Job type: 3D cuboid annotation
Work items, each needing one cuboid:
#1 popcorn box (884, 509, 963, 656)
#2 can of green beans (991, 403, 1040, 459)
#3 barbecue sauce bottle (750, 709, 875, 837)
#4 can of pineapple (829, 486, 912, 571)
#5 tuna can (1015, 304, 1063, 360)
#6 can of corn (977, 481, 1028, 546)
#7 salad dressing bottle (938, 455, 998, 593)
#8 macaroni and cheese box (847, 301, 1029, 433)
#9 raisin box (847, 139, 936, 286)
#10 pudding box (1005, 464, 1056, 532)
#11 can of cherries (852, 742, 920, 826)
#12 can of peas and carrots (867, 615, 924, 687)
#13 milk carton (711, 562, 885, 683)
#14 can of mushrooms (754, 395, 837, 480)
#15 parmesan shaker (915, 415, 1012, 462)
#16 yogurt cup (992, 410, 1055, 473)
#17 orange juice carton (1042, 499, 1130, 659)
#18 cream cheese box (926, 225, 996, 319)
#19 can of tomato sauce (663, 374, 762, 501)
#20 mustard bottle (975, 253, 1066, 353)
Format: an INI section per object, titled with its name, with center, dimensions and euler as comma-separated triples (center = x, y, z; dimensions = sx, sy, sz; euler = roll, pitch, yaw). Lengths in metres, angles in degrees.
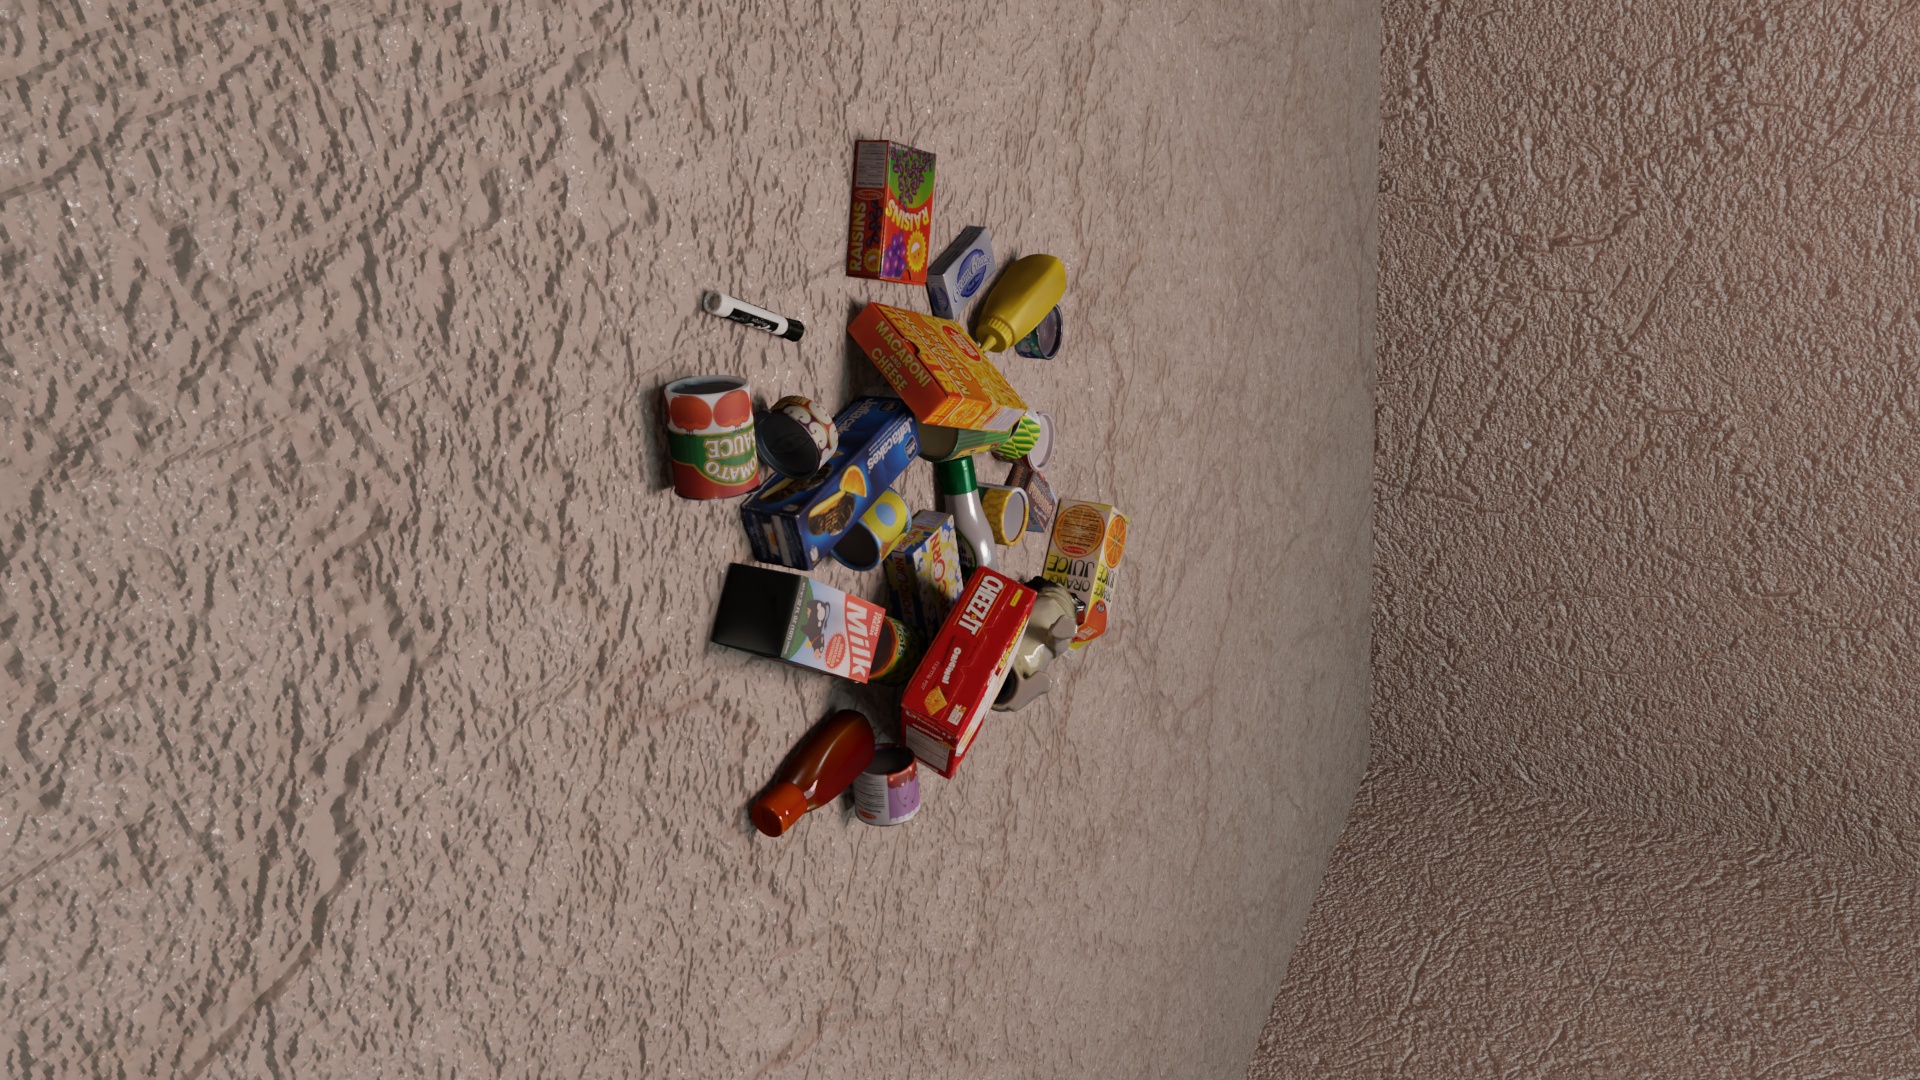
[popcorn box]
center = -0.036, 0.044, 1.430
dimensions = 0.085, 0.038, 0.126
euler = -46, 136, -48
[can of green beans]
center = 0.046, -0.126, 1.505
dimensions = 0.058, 0.071, 0.071
euler = 26, 75, -62
[barbecue sauce bottle]
center = -0.136, 0.219, 1.289
dimensions = 0.149, 0.043, 0.064
euler = -40, 132, -51
[can of pineapple]
center = -0.086, -0.012, 1.287
dimensions = 0.058, 0.071, 0.070
euler = -49, 139, -44
[tuna can]
center = 0.088, -0.240, 1.586
dimensions = 0.071, 0.033, 0.071
euler = -27, 122, -57
[can of corn]
center = 0.035, -0.027, 1.520
dimensions = 0.071, 0.058, 0.071
euler = -27, 121, -57
[salad dressing bottle]
center = 0.005, -0.018, 1.471
dimensions = 0.044, 0.064, 0.147
euler = -20, 109, -35
[macaroni and cheese box]
center = -0.018, -0.163, 1.320
dimensions = 0.040, 0.124, 0.167
euler = -45, 161, 21
[raisin box]
center = -0.062, -0.300, 1.279
dimensions = 0.086, 0.040, 0.123
euler = -10, 108, -62
[pudding box]
center = 0.082, -0.052, 1.634
dimensions = 0.050, 0.030, 0.083
euler = -67, 149, -27
[can of cherries]
center = -0.074, 0.242, 1.388
dimensions = 0.072, 0.071, 0.058
euler = -36, 127, -54
[can of peas and carrots]
center = -0.076, 0.104, 1.339
dimensions = 0.058, 0.071, 0.071
euler = 26, 75, -61
[milk carton]
center = -0.129, 0.079, 1.227
dimensions = 0.190, 0.073, 0.072
euler = 28, 73, -61
[can of mushrooms]
center = -0.140, -0.089, 1.167
dimensions = 0.034, 0.071, 0.070
euler = -51, 141, -43
[parmesan shaker]
center = -0.003, -0.118, 1.415
dimensions = 0.103, 0.071, 0.071
euler = -18, 114, -55
[yogurt cup]
center = 0.069, -0.115, 1.564
dimensions = 0.073, 0.054, 0.072
euler = -27, 122, -57
[orange juice carton]
center = 0.149, 0.051, 1.744
dimensions = 0.072, 0.073, 0.193
euler = 29, 73, -61
[cream cheese box]
center = 0.001, -0.275, 1.421
dimensions = 0.104, 0.024, 0.053
euler = -55, 141, -40
[can of tomato sauce]
center = -0.190, -0.080, 1.069
dimensions = 0.071, 0.071, 0.082
euler = -34, 127, -55
[mustard bottle]
center = 0.056, -0.247, 1.496
dimensions = 0.161, 0.065, 0.048
euler = -54, 137, -32
